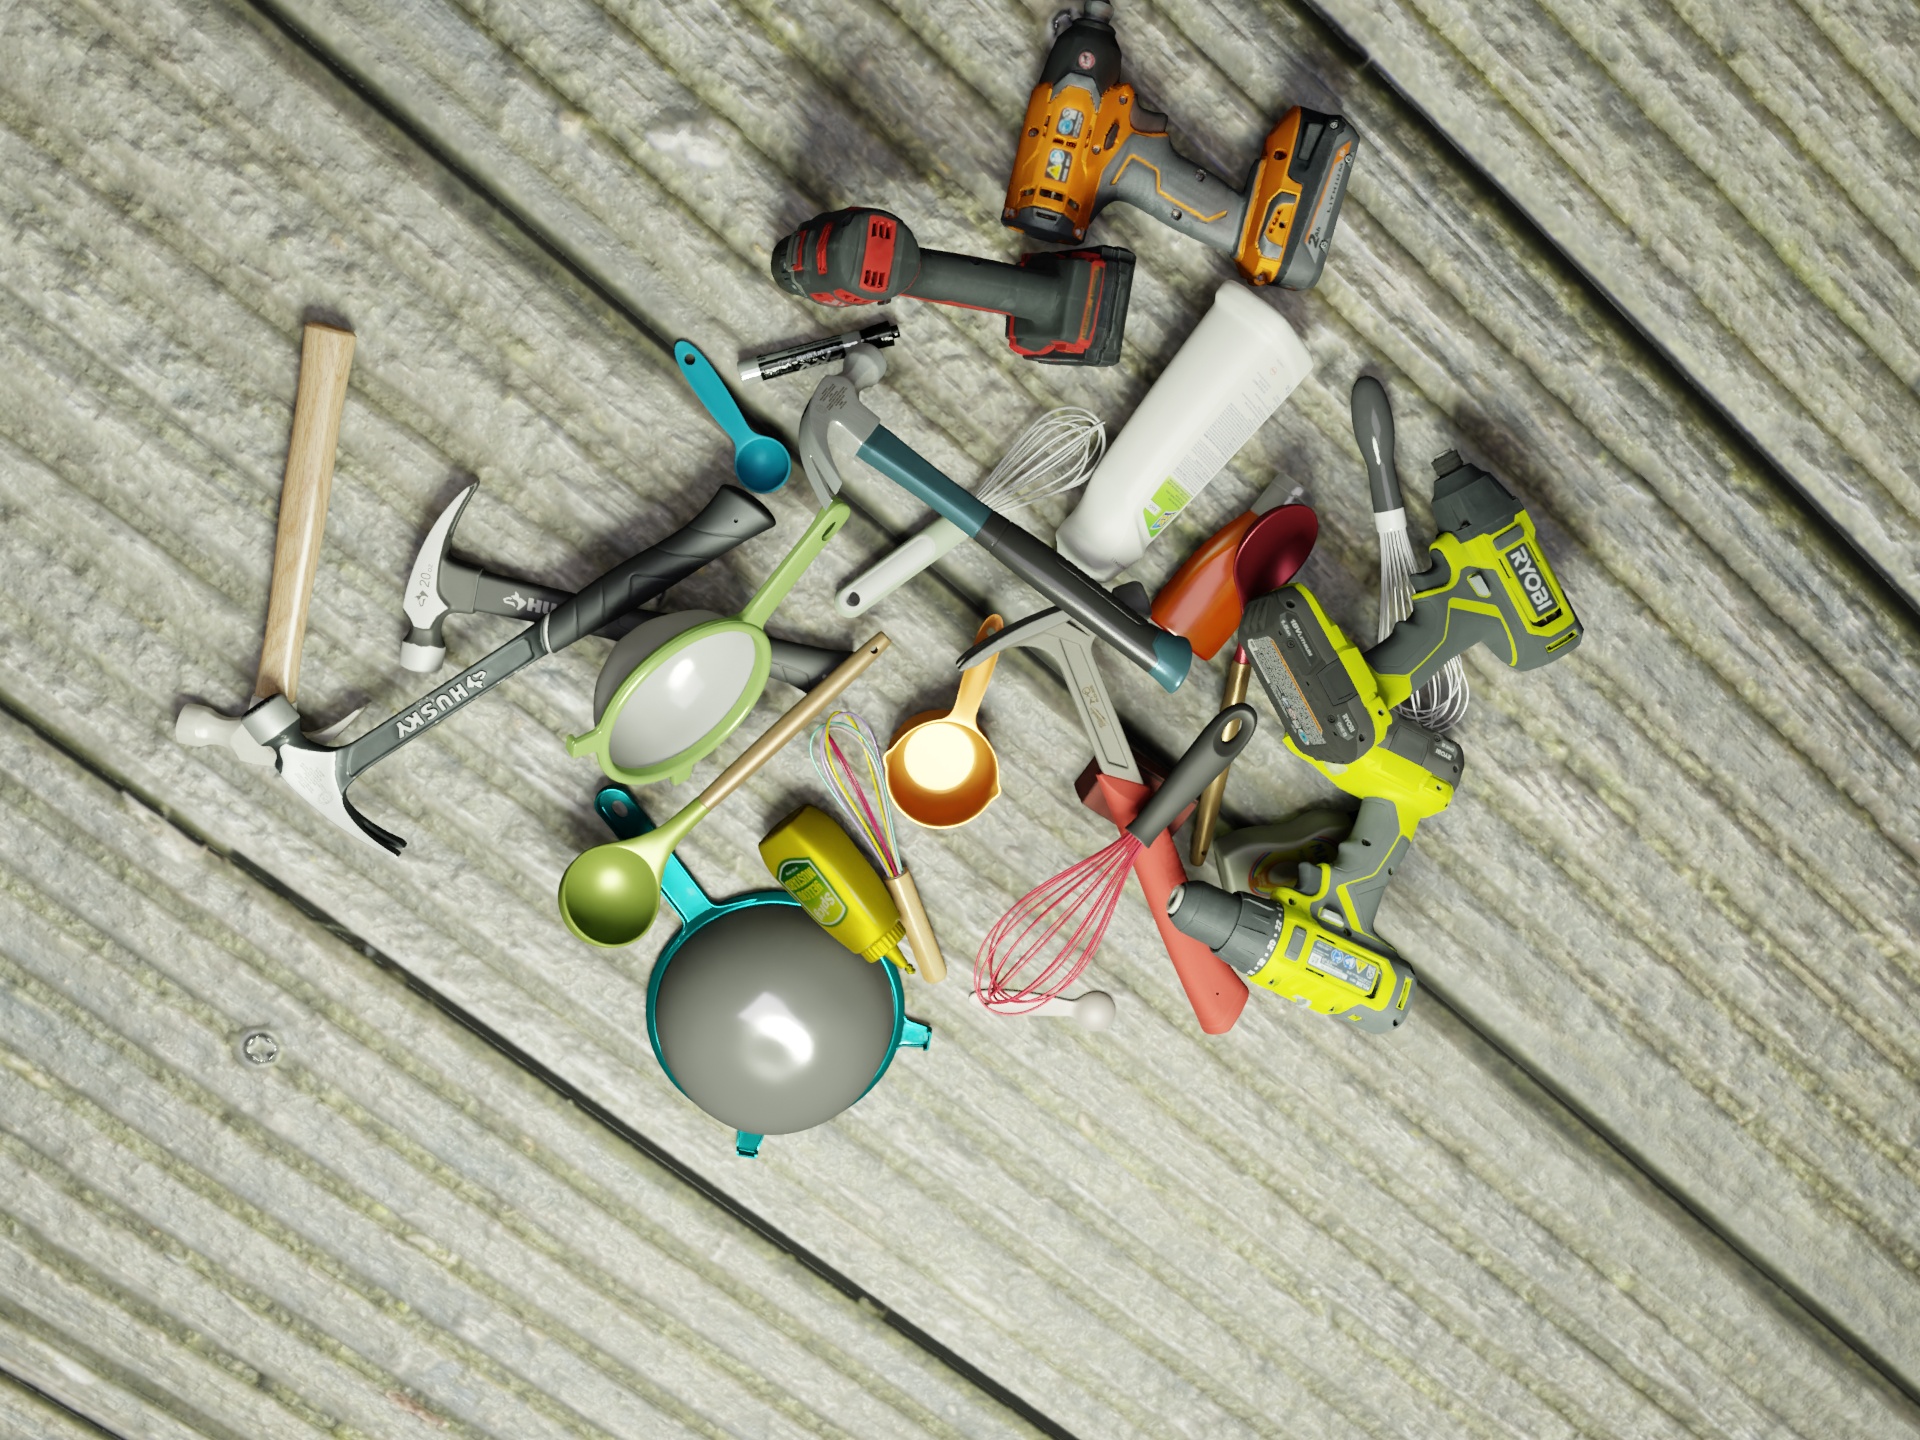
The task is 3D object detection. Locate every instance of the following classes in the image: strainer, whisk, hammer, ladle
[{"bbox_3d":[-0.182,0.198,1.244,0.211,0.095,0.340,-33,106,5],"label":"strainer"},{"bbox_3d":[0.336,-0.123,1.220,0.070,0.070,0.284,-13,100,-1],"label":"whisk"},{"bbox_3d":[0.028,-0.132,1.125,0.331,0.128,0.033,36,144,-3],"label":"hammer"},{"bbox_3d":[-0.243,-0.076,1.198,0.334,0.035,0.146,13,104,-8],"label":"hammer"},{"bbox_3d":[-0.180,-0.070,1.135,0.069,0.151,0.256,42,96,23],"label":"strainer"},{"bbox_3d":[0.128,0.082,1.210,0.149,0.037,0.359,-22,103,1],"label":"hammer"},{"bbox_3d":[-0.314,-0.049,1.165,0.409,0.036,0.149,-31,107,5],"label":"hammer"},{"bbox_3d":[0.213,-0.022,1.223,0.069,0.031,0.315,-6,120,-27],"label":"ladle"},{"bbox_3d":[0.006,-0.152,1.190,0.246,0.059,0.058,-35,93,10],"label":"whisk"},{"bbox_3d":[-0.485,-0.124,1.169,0.130,0.031,0.331,13,103,-7],"label":"hammer"},{"bbox_3d":[-0.061,0.104,1.256,0.051,0.047,0.244,-20,109,0],"label":"whisk"},{"bbox_3d":[-0.171,0.047,1.185,0.320,0.062,0.078,-42,107,1],"label":"ladle"},{"bbox_3d":[0.116,0.101,1.168,0.073,0.073,0.296,41,90,-13],"label":"whisk"}]

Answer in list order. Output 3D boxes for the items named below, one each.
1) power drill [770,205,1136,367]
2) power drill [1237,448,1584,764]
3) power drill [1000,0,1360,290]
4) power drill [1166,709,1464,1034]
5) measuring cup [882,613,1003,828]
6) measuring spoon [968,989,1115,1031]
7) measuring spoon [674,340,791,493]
[{"bbox_3d":[-0.014,-0.303,1.101,0.226,0.188,0.080,5,100,-24],"label":"power drill"},{"bbox_3d":[0.324,-0.082,1.157,0.223,0.080,0.171,-29,93,-11],"label":"power drill"},{"bbox_3d":[0.156,-0.401,1.118,0.226,0.084,0.164,13,103,-4],"label":"power drill"},{"bbox_3d":[0.272,0.099,1.199,0.190,0.080,0.228,25,73,-7],"label":"power drill"},{"bbox_3d":[-0.002,-0.004,1.227,0.095,0.052,0.173,17,101,-9],"label":"measuring cup"},{"bbox_3d":[0.068,0.239,1.313,0.124,0.018,0.034,7,105,-5],"label":"measuring spoon"},{"bbox_3d":[-0.170,-0.225,1.176,0.042,0.021,0.128,-34,96,6],"label":"measuring spoon"}]
